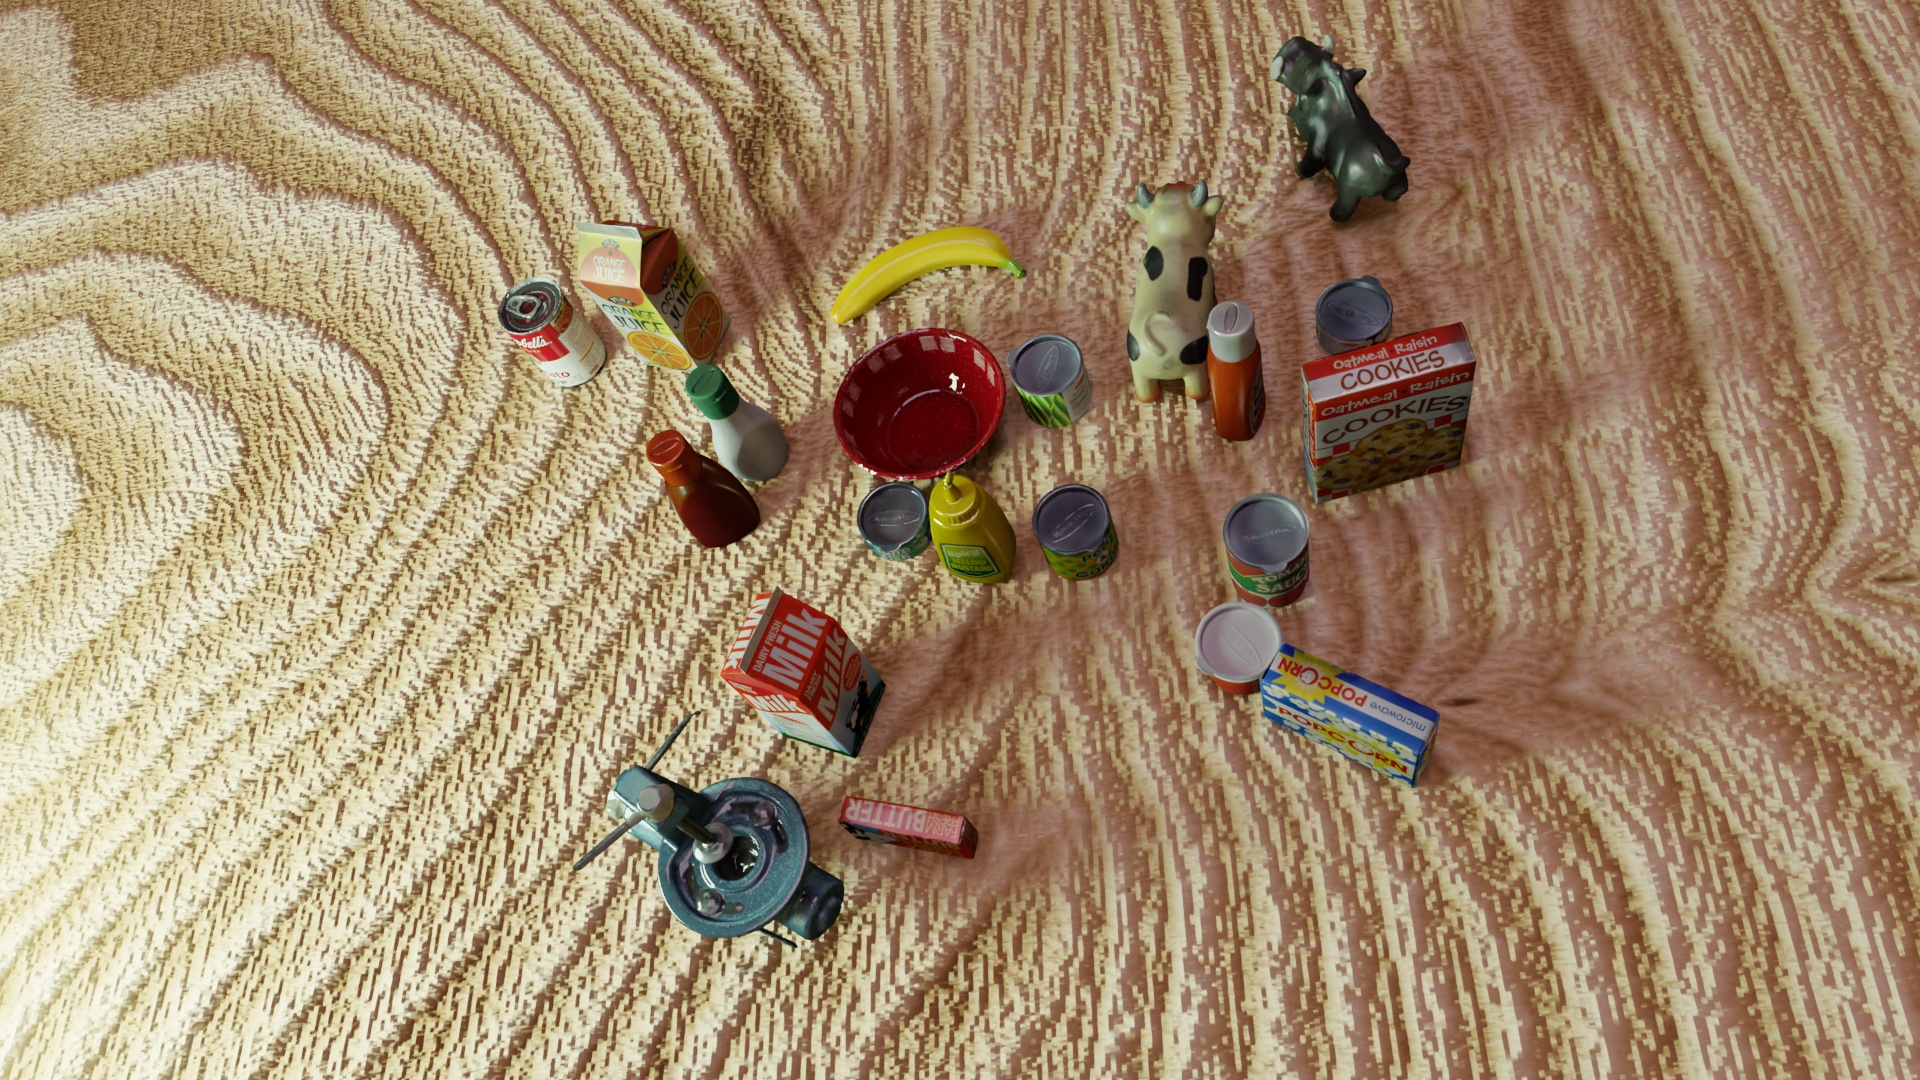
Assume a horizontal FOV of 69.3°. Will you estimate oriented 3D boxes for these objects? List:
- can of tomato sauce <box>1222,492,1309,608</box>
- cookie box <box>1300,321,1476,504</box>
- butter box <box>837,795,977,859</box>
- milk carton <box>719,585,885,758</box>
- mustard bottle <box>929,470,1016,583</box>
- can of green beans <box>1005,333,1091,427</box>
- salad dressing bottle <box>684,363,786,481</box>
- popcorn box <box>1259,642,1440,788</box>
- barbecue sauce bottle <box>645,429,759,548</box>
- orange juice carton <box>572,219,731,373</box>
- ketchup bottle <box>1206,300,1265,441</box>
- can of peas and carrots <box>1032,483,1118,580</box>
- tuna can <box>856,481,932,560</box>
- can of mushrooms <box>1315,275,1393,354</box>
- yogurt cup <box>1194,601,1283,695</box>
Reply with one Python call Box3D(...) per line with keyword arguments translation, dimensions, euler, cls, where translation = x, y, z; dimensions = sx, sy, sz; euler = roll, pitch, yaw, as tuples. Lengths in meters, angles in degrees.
Box3D(translation=(0.249, 0.011, 1.121), dimensions=(0.071, 0.082, 0.071), euler=(-6, 63, 12), cls="can of tomato sauce")
Box3D(translation=(0.337, -0.099, 1.106), dimensions=(0.123, 0.167, 0.040), euler=(-15, 61, 7), cls="cookie box")
Box3D(translation=(-0.041, 0.228, 1.104), dimensions=(0.103, 0.053, 0.024), euler=(6, 66, 18), cls="butter box")
Box3D(translation=(-0.129, 0.104, 1.111), dimensions=(0.073, 0.190, 0.072), euler=(14, 68, 21), cls="milk carton")
Box3D(translation=(0.004, -0.014, 1.154), dimensions=(0.065, 0.159, 0.049), euler=(2, 65, 16), cls="mustard bottle")
Box3D(translation=(0.083, -0.144, 1.259), dimensions=(0.071, 0.057, 0.071), euler=(-6, 63, 12), cls="can of green beans")
Box3D(translation=(-0.204, -0.107, 1.263), dimensions=(0.044, 0.147, 0.064), euler=(34, 77, 27), cls="salad dressing bottle")
Box3D(translation=(0.293, 0.132, 1.047), dimensions=(0.127, 0.085, 0.038), euler=(25, 73, 24), cls="popcorn box")
Box3D(translation=(-0.233, -0.047, 1.240), dimensions=(0.065, 0.148, 0.044), euler=(-28, 60, 0), cls="barbecue sauce bottle")
Box3D(translation=(-0.298, -0.243, 1.332), dimensions=(0.072, 0.192, 0.073), euler=(12, 68, 20), cls="orange juice carton")
Box3D(translation=(0.231, -0.145, 1.168), dimensions=(0.043, 0.148, 0.065), euler=(9, 67, 19), cls="ketchup bottle")
Box3D(translation=(0.100, -0.005, 1.182), dimensions=(0.071, 0.058, 0.071), euler=(-6, 63, 12), cls="can of peas and carrots")
Box3D(translation=(-0.057, -0.015, 1.244), dimensions=(0.071, 0.032, 0.071), euler=(-6, 62, 12), cls="tuna can")
Box3D(translation=(0.350, -0.198, 1.230), dimensions=(0.071, 0.033, 0.071), euler=(-6, 62, 12), cls="can of mushrooms")
Box3D(translation=(0.223, 0.089, 1.105), dimensions=(0.072, 0.053, 0.072), euler=(-6, 62, 12), cls="yogurt cup")
